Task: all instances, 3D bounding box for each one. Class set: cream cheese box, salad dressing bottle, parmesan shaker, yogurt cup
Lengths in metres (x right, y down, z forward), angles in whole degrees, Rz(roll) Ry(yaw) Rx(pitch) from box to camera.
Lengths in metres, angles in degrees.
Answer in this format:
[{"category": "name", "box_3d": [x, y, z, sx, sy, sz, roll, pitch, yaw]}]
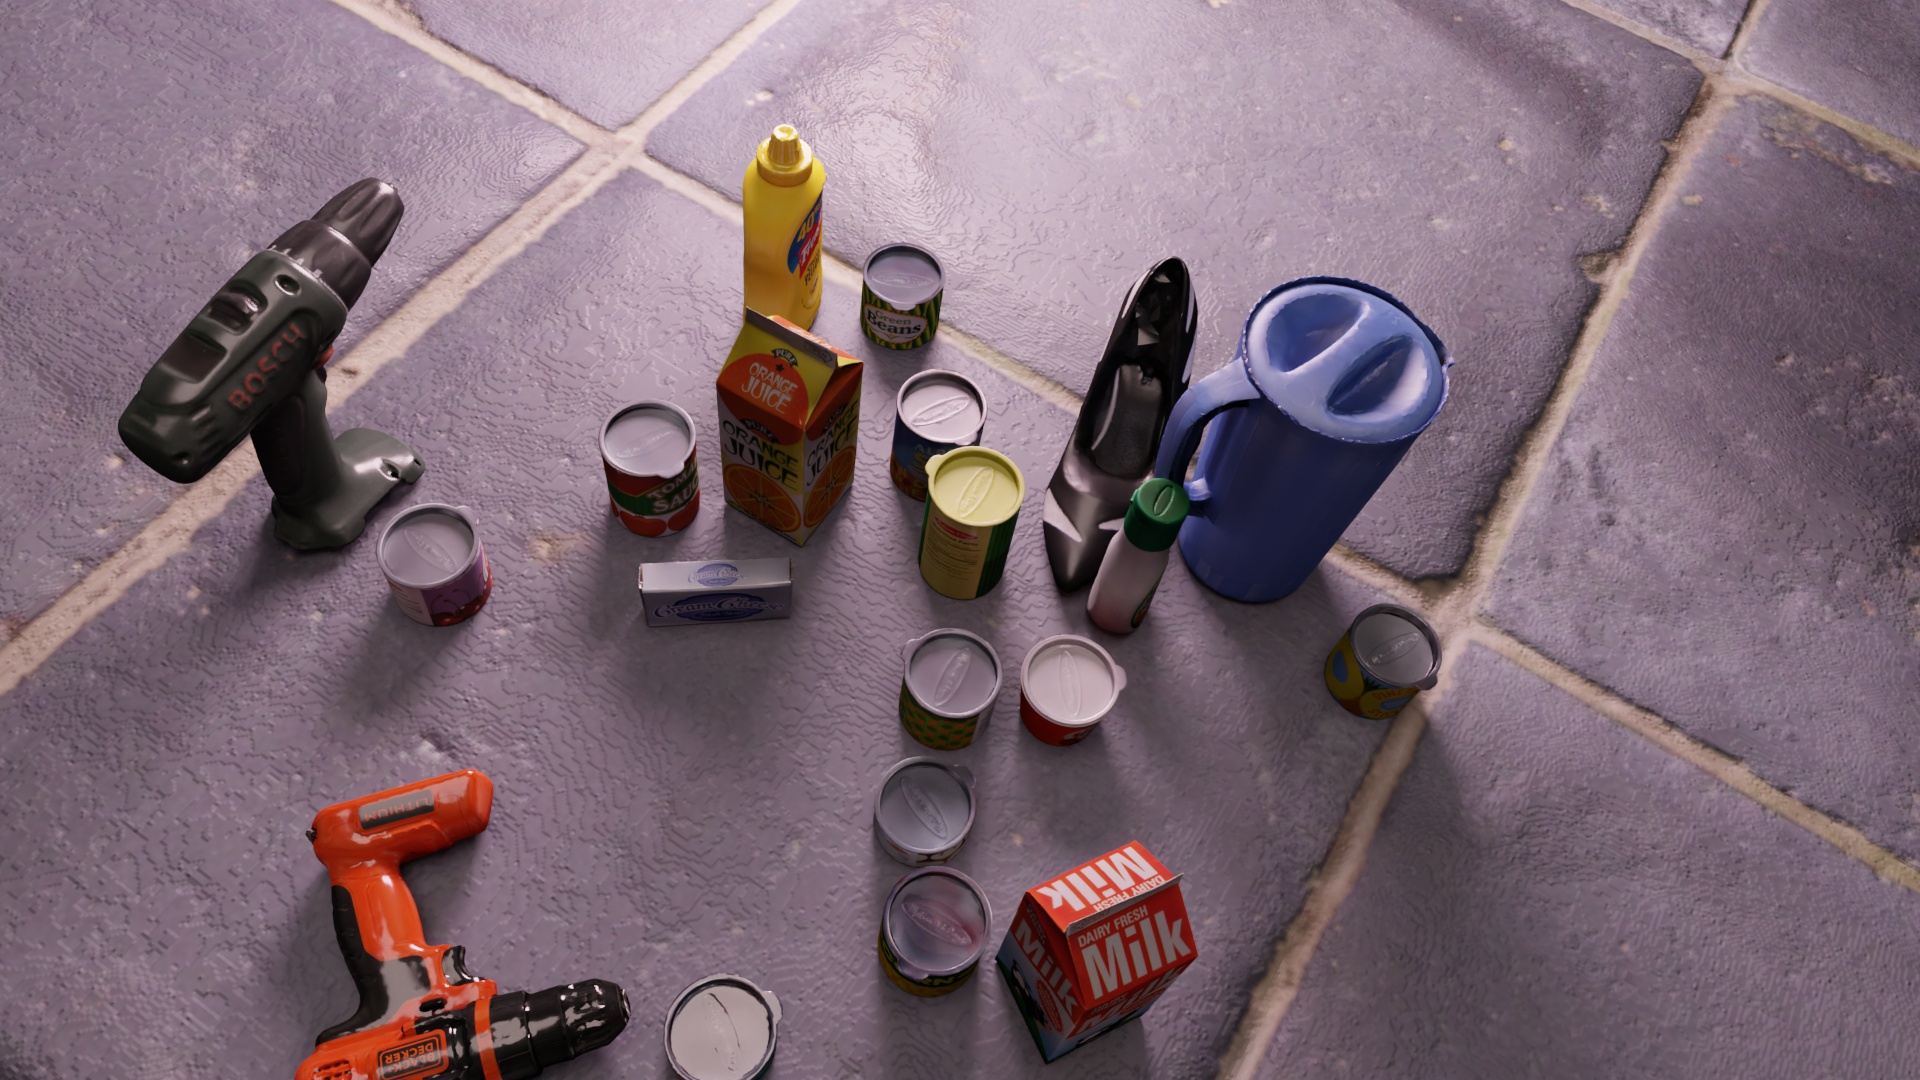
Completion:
[{"category": "cream cheese box", "box_3d": [-0.169, 0.036, 0.966, 0.104, 0.053, 0.024, -3, 59, -9]}, {"category": "salad dressing bottle", "box_3d": [0.123, 0.012, 0.964, 0.044, 0.147, 0.064, 26, 59, 9]}, {"category": "parmesan shaker", "box_3d": [0.004, -0.012, 0.989, 0.071, 0.102, 0.071, 3, 58, -5]}, {"category": "yogurt cup", "box_3d": [0.072, 0.106, 0.954, 0.072, 0.053, 0.073, 3, 58, -5]}]

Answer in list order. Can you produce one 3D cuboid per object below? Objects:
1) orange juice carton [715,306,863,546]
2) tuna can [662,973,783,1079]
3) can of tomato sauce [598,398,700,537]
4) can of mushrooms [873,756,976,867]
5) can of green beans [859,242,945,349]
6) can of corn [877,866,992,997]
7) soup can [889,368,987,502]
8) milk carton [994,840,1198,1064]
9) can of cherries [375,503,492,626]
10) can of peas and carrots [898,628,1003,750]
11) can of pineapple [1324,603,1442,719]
[{"category": "orange juice carton", "box_3d": [-0.118, -0.085, 0.965, 0.072, 0.191, 0.073, 30, 60, 11]}, {"category": "tuna can", "box_3d": [-0.139, 0.293, 0.823, 0.071, 0.032, 0.071, 3, 58, -5]}, {"category": "can of tomato sauce", "box_3d": [-0.220, -0.050, 0.995, 0.071, 0.082, 0.071, 3, 58, -5]}, {"category": "can of mushrooms", "box_3d": [-0.022, 0.177, 0.909, 0.071, 0.033, 0.071, 3, 58, -5]}, {"category": "can of green beans", "box_3d": [-0.048, -0.197, 1.123, 0.071, 0.057, 0.071, 3, 58, -5]}, {"category": "can of corn", "box_3d": [-0.018, 0.244, 0.854, 0.071, 0.058, 0.071, 3, 58, -5]}, {"category": "soup can", "box_3d": [-0.017, -0.075, 1.036, 0.071, 0.083, 0.071, 3, 58, -5]}, {"category": "milk carton", "box_3d": [0.077, 0.233, 0.795, 0.072, 0.189, 0.073, -20, 63, -18]}, {"category": "can of cherries", "box_3d": [-0.356, 0.016, 0.951, 0.071, 0.058, 0.072, 3, 58, -5]}, {"category": "can of peas and carrots", "box_3d": [-0.010, 0.101, 0.943, 0.071, 0.058, 0.071, 3, 58, -5]}, {"category": "can of pineapple", "box_3d": [0.301, 0.089, 0.992, 0.071, 0.057, 0.071, 3, 58, -5]}]
